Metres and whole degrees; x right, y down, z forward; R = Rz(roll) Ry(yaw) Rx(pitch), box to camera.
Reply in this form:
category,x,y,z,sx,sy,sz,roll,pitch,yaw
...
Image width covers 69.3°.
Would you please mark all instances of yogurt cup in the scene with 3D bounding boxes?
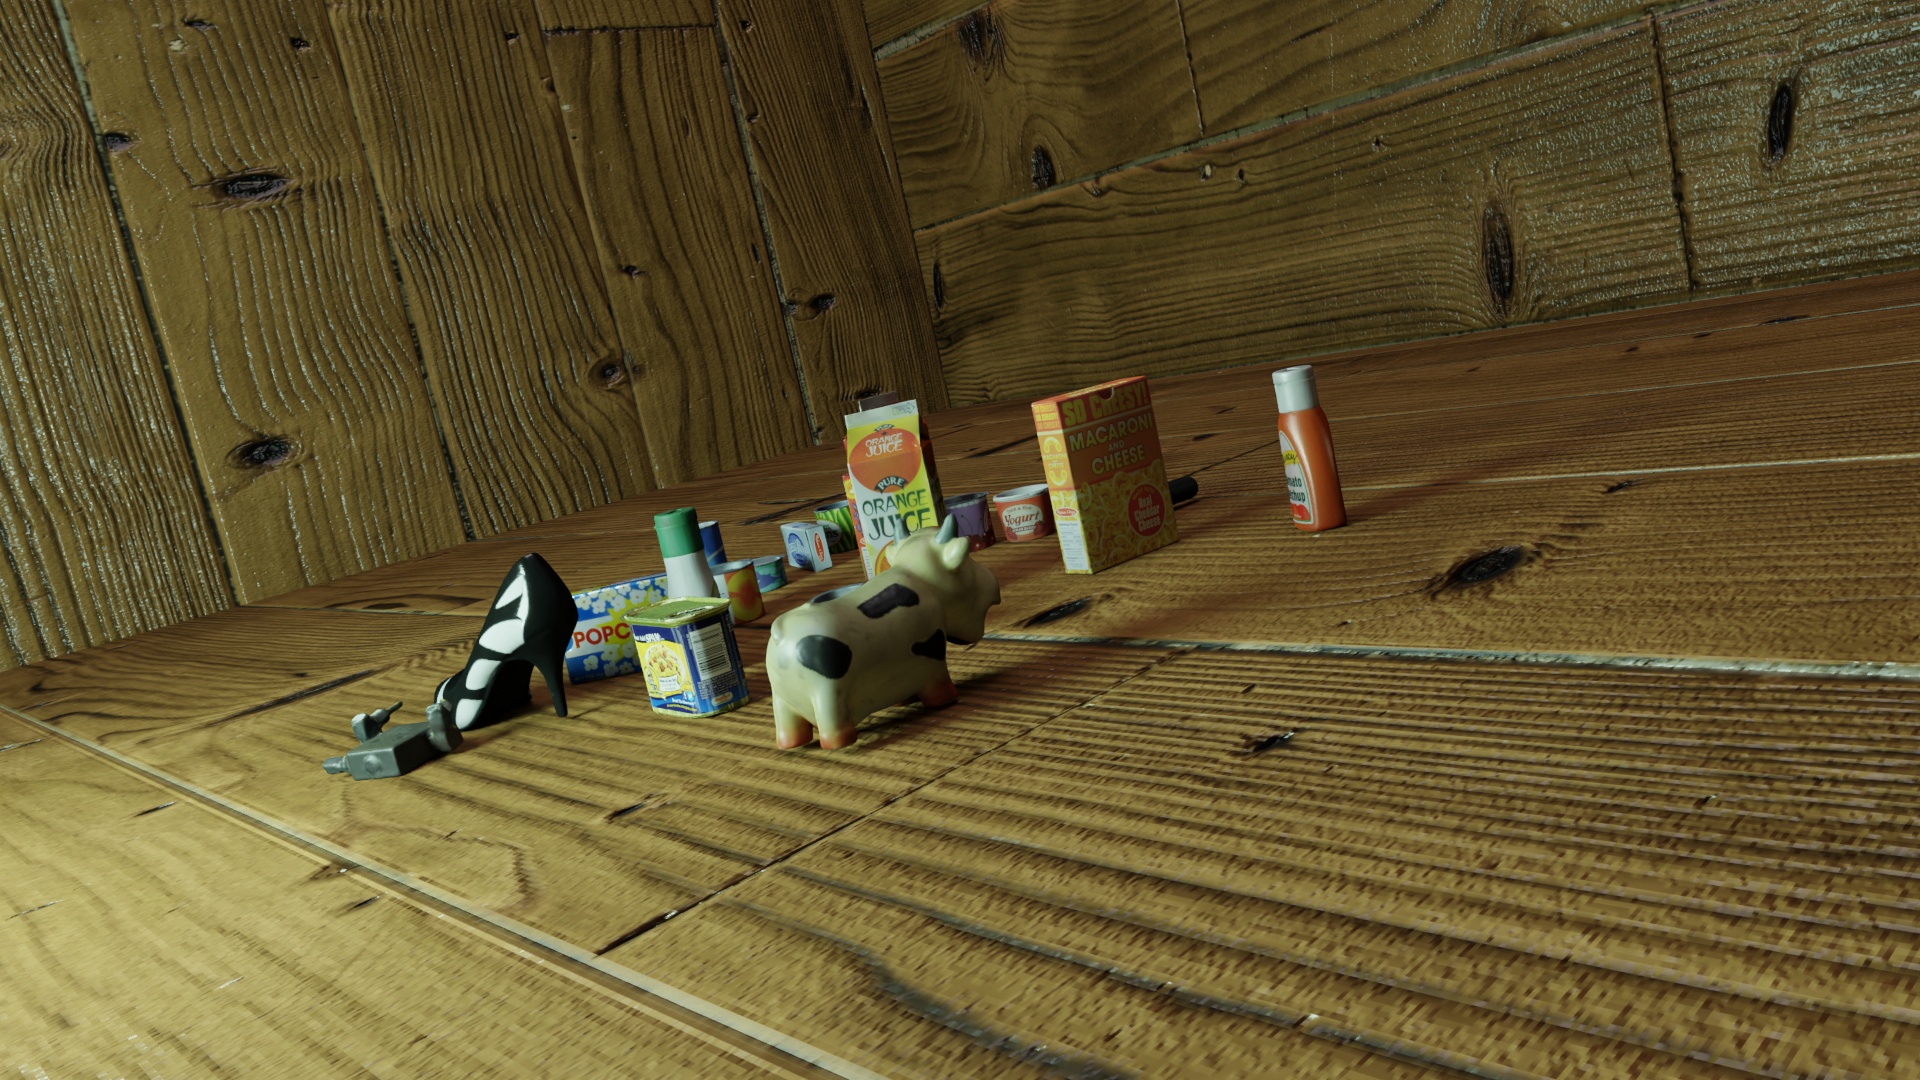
category,x,y,z,sx,sy,sz,roll,pitch,yaw
yogurt cup,0.075,-0.031,1.570,0.072,0.054,0.072,-12,9,2

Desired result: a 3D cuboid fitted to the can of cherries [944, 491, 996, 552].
category,x,y,z,sx,sy,sz,roll,pitch,yaw
can of cherries,0.006,-0.020,1.581,0.071,0.058,0.071,-12,9,2

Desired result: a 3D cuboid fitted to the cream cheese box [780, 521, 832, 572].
category,x,y,z,sx,sy,sz,roll,pitch,yaw
cream cheese box,-0.189,0.007,1.694,0.024,0.053,0.104,-16,10,-23

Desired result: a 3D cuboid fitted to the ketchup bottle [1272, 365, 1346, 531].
category,x,y,z,sx,sy,sz,roll,pitch,yaw
ketchup bottle,0.319,-0.085,1.276,0.043,0.148,0.065,-13,9,-6

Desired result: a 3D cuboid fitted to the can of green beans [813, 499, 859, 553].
category,x,y,z,sx,sy,sz,roll,pitch,yaw
can of green beans,-0.150,-0.019,1.785,0.071,0.057,0.071,-12,9,2

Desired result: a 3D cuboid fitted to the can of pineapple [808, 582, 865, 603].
category,x,y,z,sx,sy,sz,roll,pitch,yaw
can of pineapple,-0.088,0.071,1.152,0.071,0.057,0.071,-12,9,2

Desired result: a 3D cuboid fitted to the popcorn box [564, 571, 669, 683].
category,x,y,z,sx,sy,sz,roll,pitch,yaw
popcorn box,-0.312,0.080,1.308,0.127,0.085,0.038,-11,9,7

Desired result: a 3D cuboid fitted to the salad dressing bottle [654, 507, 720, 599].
category,x,y,z,sx,sy,sz,roll,pitch,yaw
salad dressing bottle,-0.234,0.046,1.217,0.044,0.147,0.064,-12,9,4

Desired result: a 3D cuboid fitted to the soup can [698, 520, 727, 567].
category,x,y,z,sx,sy,sz,roll,pitch,yaw
soup can,-0.313,0.025,1.651,0.071,0.083,0.071,-12,9,2

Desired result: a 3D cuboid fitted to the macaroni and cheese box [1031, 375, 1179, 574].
category,x,y,z,sx,sy,sz,roll,pitch,yaw
macaroni and cheese box,0.141,-0.064,1.328,0.124,0.166,0.040,-19,11,-36

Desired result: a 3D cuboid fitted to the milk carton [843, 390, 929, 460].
category,x,y,z,sx,sy,sz,roll,pitch,yaw
milk carton,-0.076,-0.075,1.608,0.073,0.190,0.072,-6,11,37

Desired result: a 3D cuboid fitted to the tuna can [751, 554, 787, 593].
category,x,y,z,sx,sy,sz,roll,pitch,yaw
tuna can,-0.233,0.041,1.612,0.071,0.032,0.071,-12,9,2

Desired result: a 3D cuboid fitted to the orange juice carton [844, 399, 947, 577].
category,x,y,z,sx,sy,sz,roll,pitch,yaw
orange juice carton,-0.055,-0.032,1.314,0.072,0.192,0.073,-11,9,8

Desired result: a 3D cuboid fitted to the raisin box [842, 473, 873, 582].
category,x,y,z,sx,sy,sz,roll,pitch,yaw
raisin box,-0.078,-0.022,1.504,0.040,0.123,0.086,-8,10,30

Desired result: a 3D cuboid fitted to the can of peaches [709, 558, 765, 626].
category,x,y,z,sx,sy,sz,roll,pitch,yaw
can of peaches,-0.240,0.056,1.449,0.071,0.058,0.071,-12,9,2
